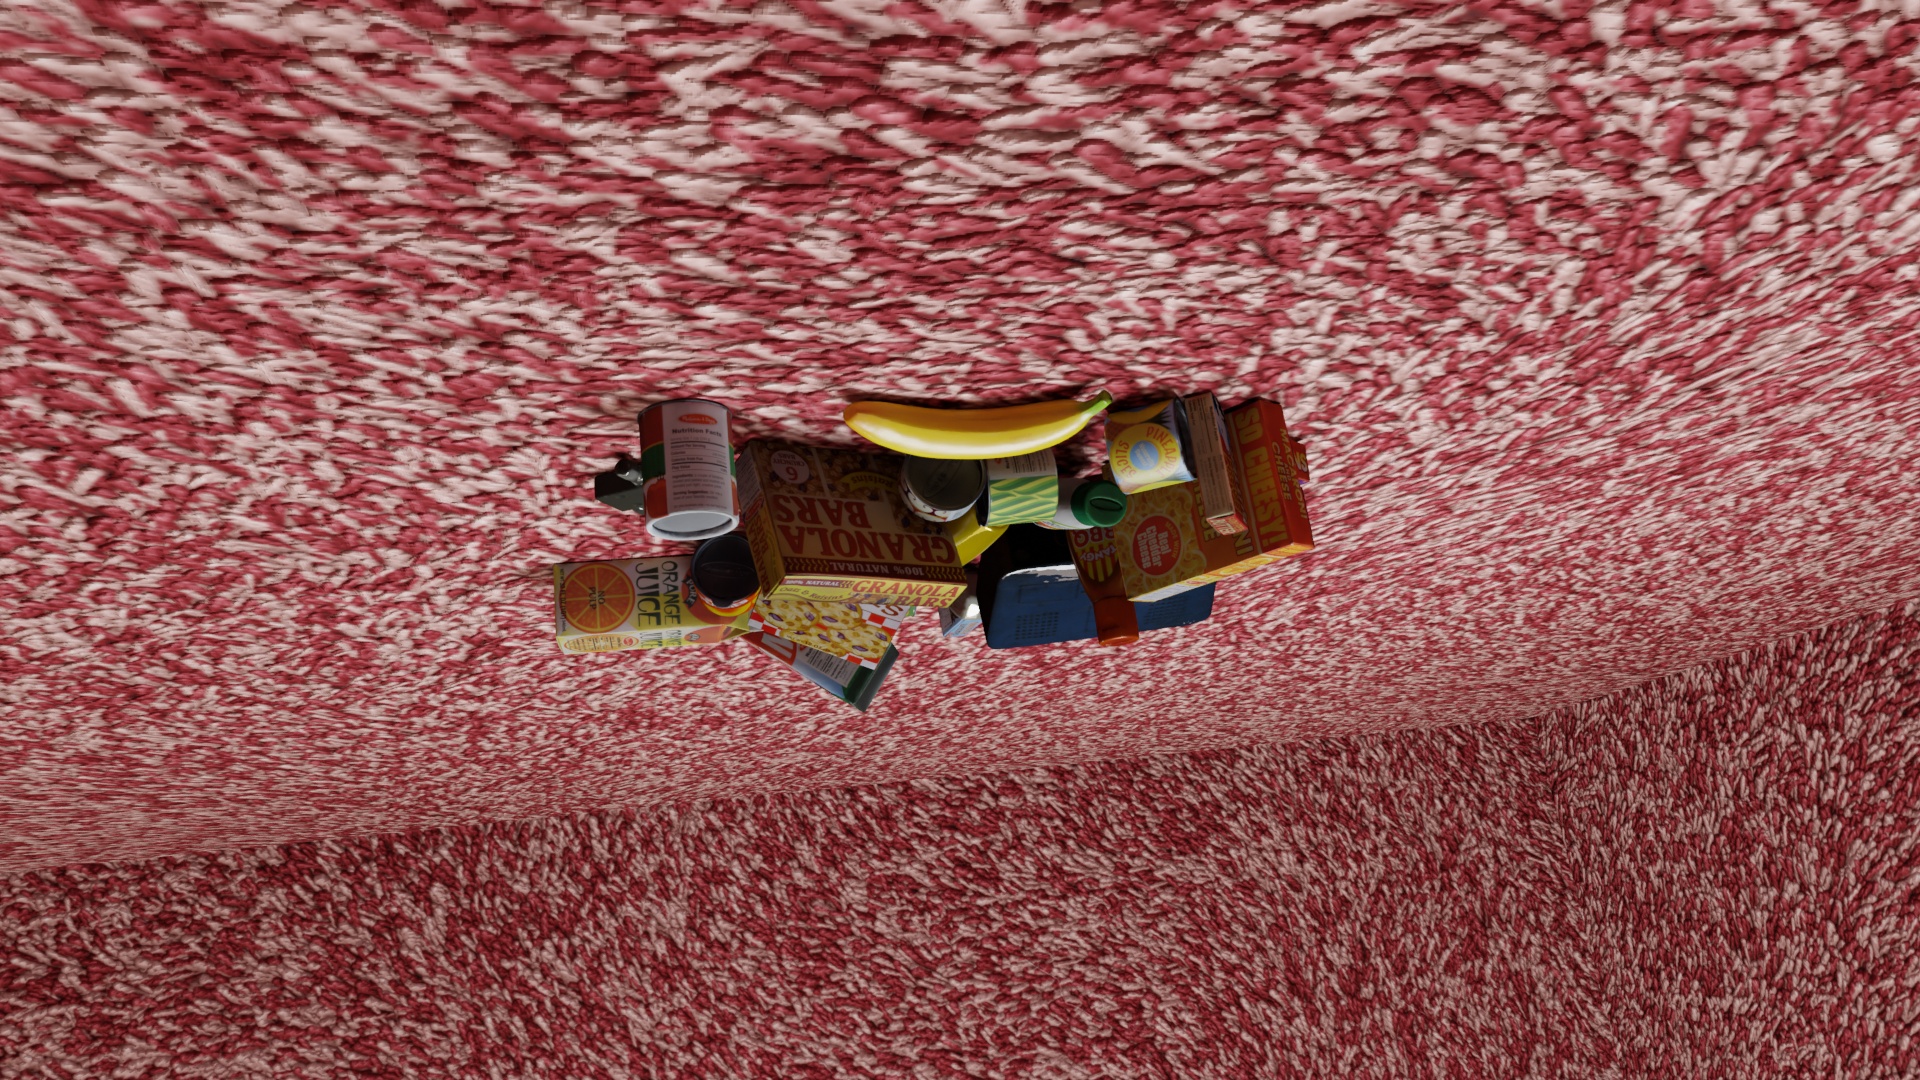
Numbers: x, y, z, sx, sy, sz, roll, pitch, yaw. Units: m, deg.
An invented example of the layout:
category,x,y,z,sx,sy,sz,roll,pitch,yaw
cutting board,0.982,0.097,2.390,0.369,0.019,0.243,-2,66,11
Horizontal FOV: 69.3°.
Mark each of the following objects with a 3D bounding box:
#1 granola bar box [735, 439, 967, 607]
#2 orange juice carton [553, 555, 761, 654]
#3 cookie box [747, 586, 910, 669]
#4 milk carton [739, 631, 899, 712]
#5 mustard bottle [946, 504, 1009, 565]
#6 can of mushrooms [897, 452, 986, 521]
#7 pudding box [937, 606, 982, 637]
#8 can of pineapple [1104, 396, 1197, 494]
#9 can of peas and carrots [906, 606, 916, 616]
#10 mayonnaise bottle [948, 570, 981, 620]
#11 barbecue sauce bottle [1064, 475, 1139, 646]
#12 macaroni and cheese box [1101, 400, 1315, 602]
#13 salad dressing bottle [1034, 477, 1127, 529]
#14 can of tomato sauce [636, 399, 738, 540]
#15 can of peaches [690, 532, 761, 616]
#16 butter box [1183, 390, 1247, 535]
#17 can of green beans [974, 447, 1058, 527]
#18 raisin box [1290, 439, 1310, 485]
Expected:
category,x,y,z,sx,sy,sz,roll,pitch,yaw
granola bar box,-0.085,-0.011,1.078,0.166,0.124,0.039,4,143,-36
orange juice carton,-0.286,0.060,1.326,0.193,0.072,0.072,-4,163,-12
cookie box,-0.105,0.041,1.190,0.123,0.040,0.166,21,144,-8
milk carton,-0.163,0.092,1.397,0.191,0.073,0.072,29,170,10
mustard bottle,0.004,-0.015,1.223,0.049,0.065,0.159,13,151,-40
can of mushrooms,-0.017,-0.051,1.090,0.071,0.071,0.033,-4,164,-13
pudding box,0.001,0.075,1.546,0.030,0.050,0.083,-3,163,-19
can of pineapple,0.148,-0.073,1.082,0.058,0.071,0.071,-13,162,19
can of peas and carrots,-0.076,0.044,1.379,0.059,0.071,0.070,-3,163,-11
mayonnaise bottle,0.058,0.057,1.497,0.148,0.065,0.041,0,119,-29
barbecue sauce bottle,0.130,0.019,1.240,0.065,0.149,0.043,-15,162,25
macaroni and cheese box,0.202,-0.030,1.152,0.166,0.124,0.040,-22,160,41
salad dressing bottle,0.098,-0.031,1.165,0.064,0.044,0.147,11,179,-13
can of tomato sauce,-0.193,-0.048,0.984,0.071,0.083,0.071,-7,163,-2
can of peaches,-0.213,0.034,1.276,0.071,0.071,0.058,-5,164,-9
butter box,0.199,-0.060,1.086,0.024,0.104,0.053,-14,163,19
can of green beans,0.044,-0.046,1.128,0.058,0.071,0.071,-5,163,-11
raisin box,0.232,-0.058,1.223,0.123,0.040,0.086,-20,159,39
